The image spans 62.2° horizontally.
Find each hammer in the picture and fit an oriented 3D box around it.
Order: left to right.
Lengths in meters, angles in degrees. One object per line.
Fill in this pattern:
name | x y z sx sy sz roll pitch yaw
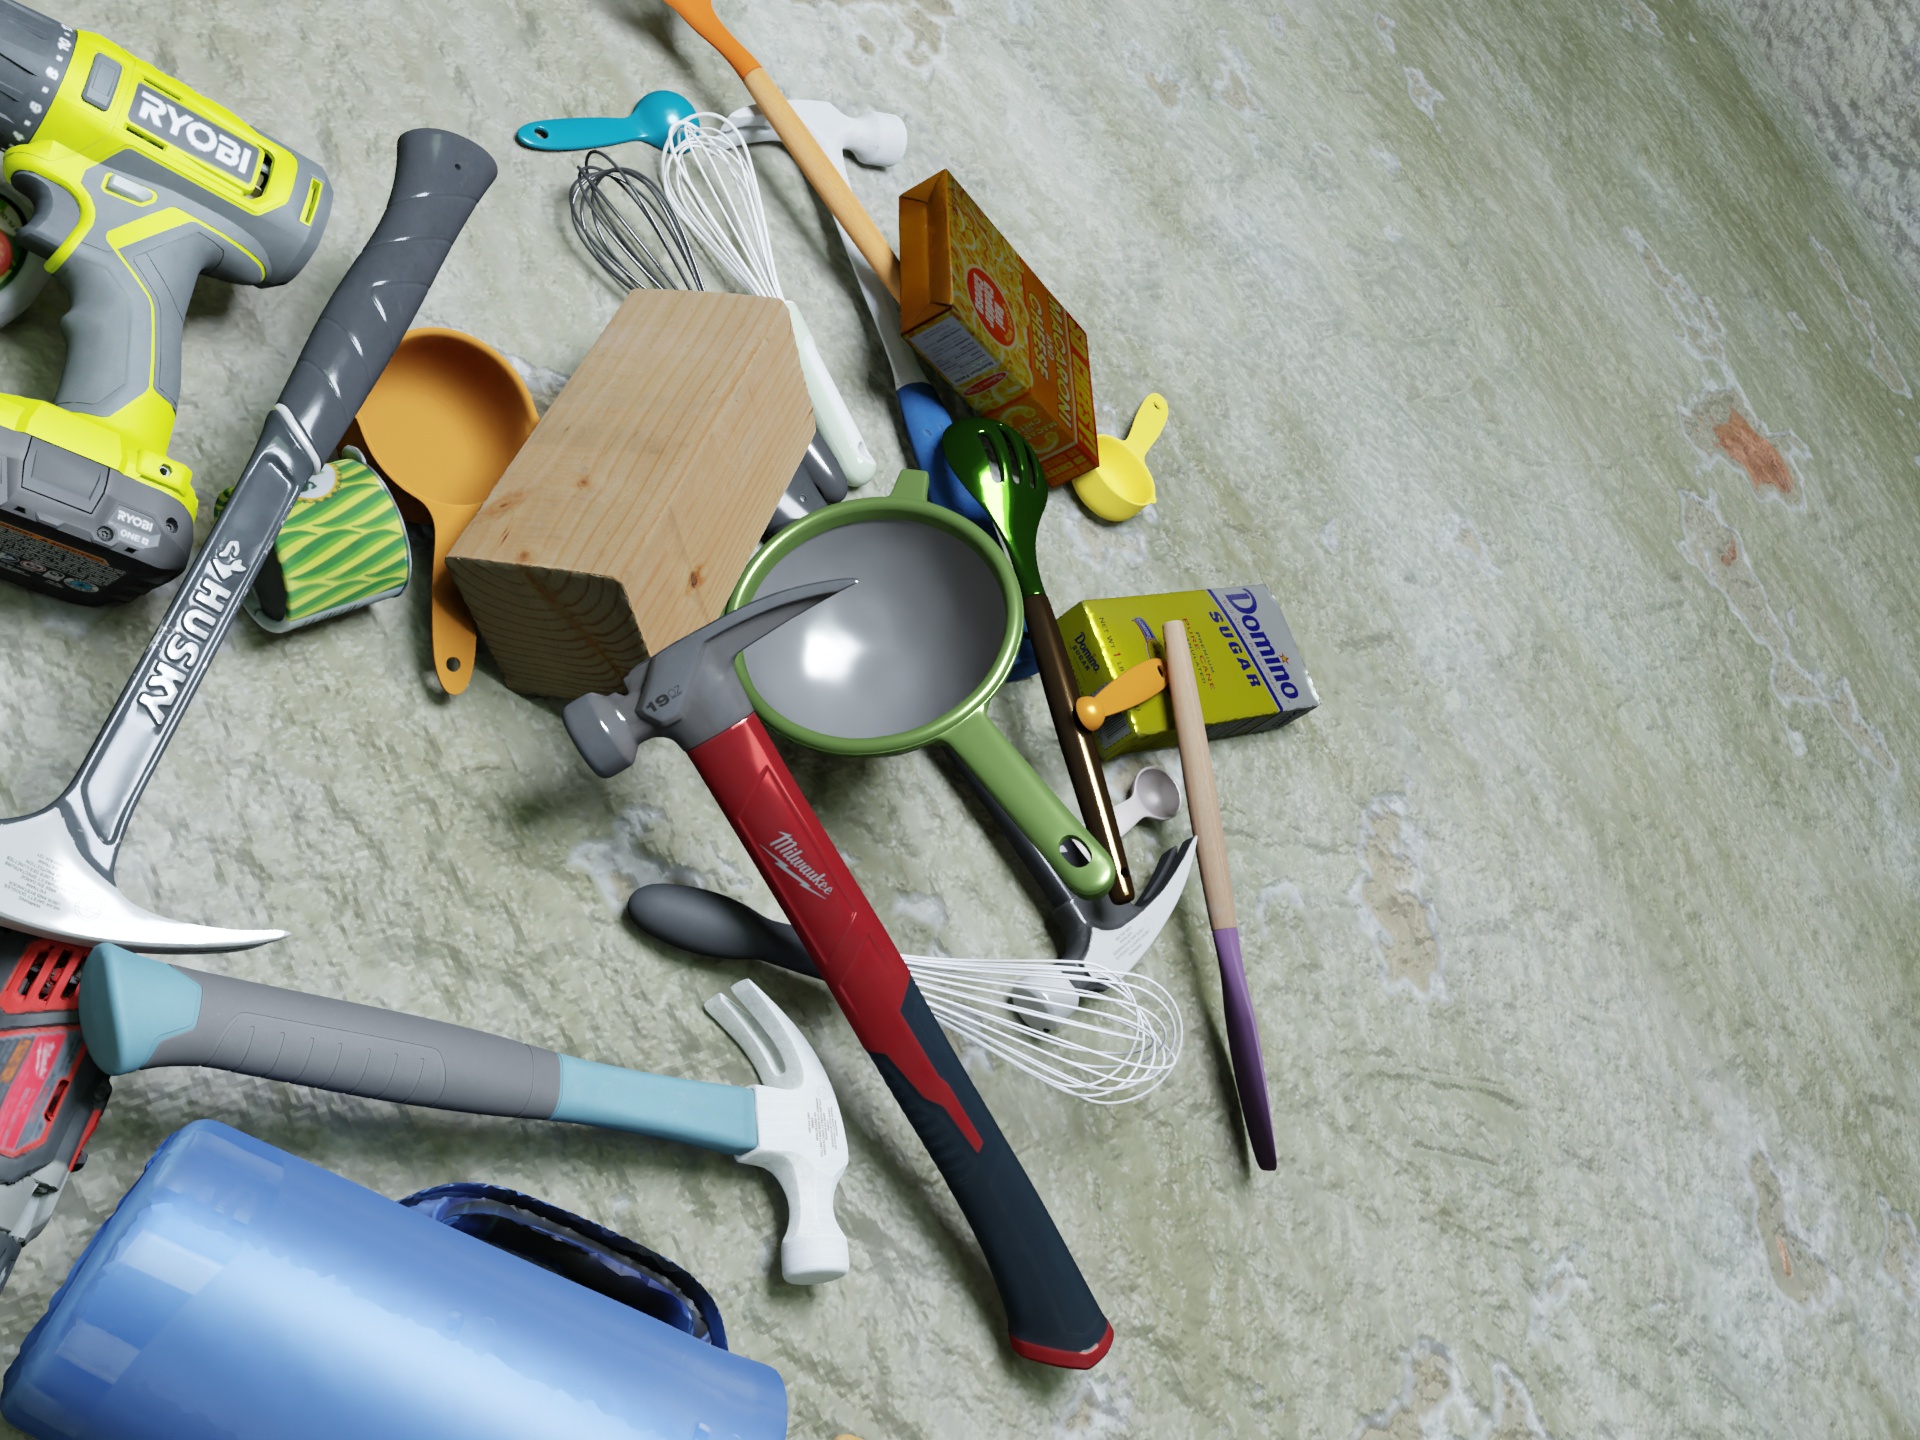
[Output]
hammer | -0.274 -0.096 0.647 0.149 0.036 0.409 37 52 -33
hammer | -0.177 0.145 0.637 0.330 0.033 0.128 24 46 -39
hammer | -0.037 -0.212 0.978 0.144 0.035 0.406 -8 71 -39
hammer | -0.020 0.125 0.727 0.143 0.038 0.386 -30 99 -3
hammer | -0.001 -0.003 0.883 0.146 0.035 0.335 -34 86 -34

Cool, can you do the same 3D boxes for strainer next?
strainer | -0.009 0.000 0.791 0.151 0.069 0.257 -35 65 -13

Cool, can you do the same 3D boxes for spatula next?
spatula | -0.108 -0.378 0.965 0.081 0.041 0.322 -35 90 -43
spatula | 0.146 0.094 0.908 0.018 0.059 0.316 -6 76 -6

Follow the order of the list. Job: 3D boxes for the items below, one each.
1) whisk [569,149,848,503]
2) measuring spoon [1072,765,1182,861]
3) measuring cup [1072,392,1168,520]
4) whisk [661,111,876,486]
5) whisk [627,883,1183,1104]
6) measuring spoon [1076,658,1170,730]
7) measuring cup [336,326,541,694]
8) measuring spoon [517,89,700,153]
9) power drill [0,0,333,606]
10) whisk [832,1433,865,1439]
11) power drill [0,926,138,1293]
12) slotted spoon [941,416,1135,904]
whisk | -0.140 -0.221 0.903 0.239 0.055 0.055 52 48 -6
measuring spoon | 0.083 0.064 0.931 0.124 0.018 0.034 -30 84 -35
measuring cup | 0.113 -0.184 1.084 0.062 0.029 0.157 43 37 -10
whisk | -0.111 -0.248 0.939 0.246 0.059 0.058 63 21 4
whisk | -0.023 0.128 0.772 0.284 0.070 0.070 17 56 -12
measuring spoon | 0.097 -0.018 0.905 0.117 0.011 0.021 -27 91 -55
measuring cup | -0.251 -0.096 0.757 0.095 0.052 0.174 2 83 -40
measuring spoon | -0.205 -0.356 0.943 0.128 0.021 0.042 -26 83 -43
power drill | -0.375 -0.180 0.647 0.190 0.080 0.229 25 62 -42
whisk | 0.049 0.369 0.718 0.244 0.047 0.051 29 53 -16
power drill | -0.404 0.126 0.506 0.226 0.080 0.188 27 53 -25
slotted spoon | 0.050 -0.045 0.897 0.070 0.031 0.314 2 63 -36
